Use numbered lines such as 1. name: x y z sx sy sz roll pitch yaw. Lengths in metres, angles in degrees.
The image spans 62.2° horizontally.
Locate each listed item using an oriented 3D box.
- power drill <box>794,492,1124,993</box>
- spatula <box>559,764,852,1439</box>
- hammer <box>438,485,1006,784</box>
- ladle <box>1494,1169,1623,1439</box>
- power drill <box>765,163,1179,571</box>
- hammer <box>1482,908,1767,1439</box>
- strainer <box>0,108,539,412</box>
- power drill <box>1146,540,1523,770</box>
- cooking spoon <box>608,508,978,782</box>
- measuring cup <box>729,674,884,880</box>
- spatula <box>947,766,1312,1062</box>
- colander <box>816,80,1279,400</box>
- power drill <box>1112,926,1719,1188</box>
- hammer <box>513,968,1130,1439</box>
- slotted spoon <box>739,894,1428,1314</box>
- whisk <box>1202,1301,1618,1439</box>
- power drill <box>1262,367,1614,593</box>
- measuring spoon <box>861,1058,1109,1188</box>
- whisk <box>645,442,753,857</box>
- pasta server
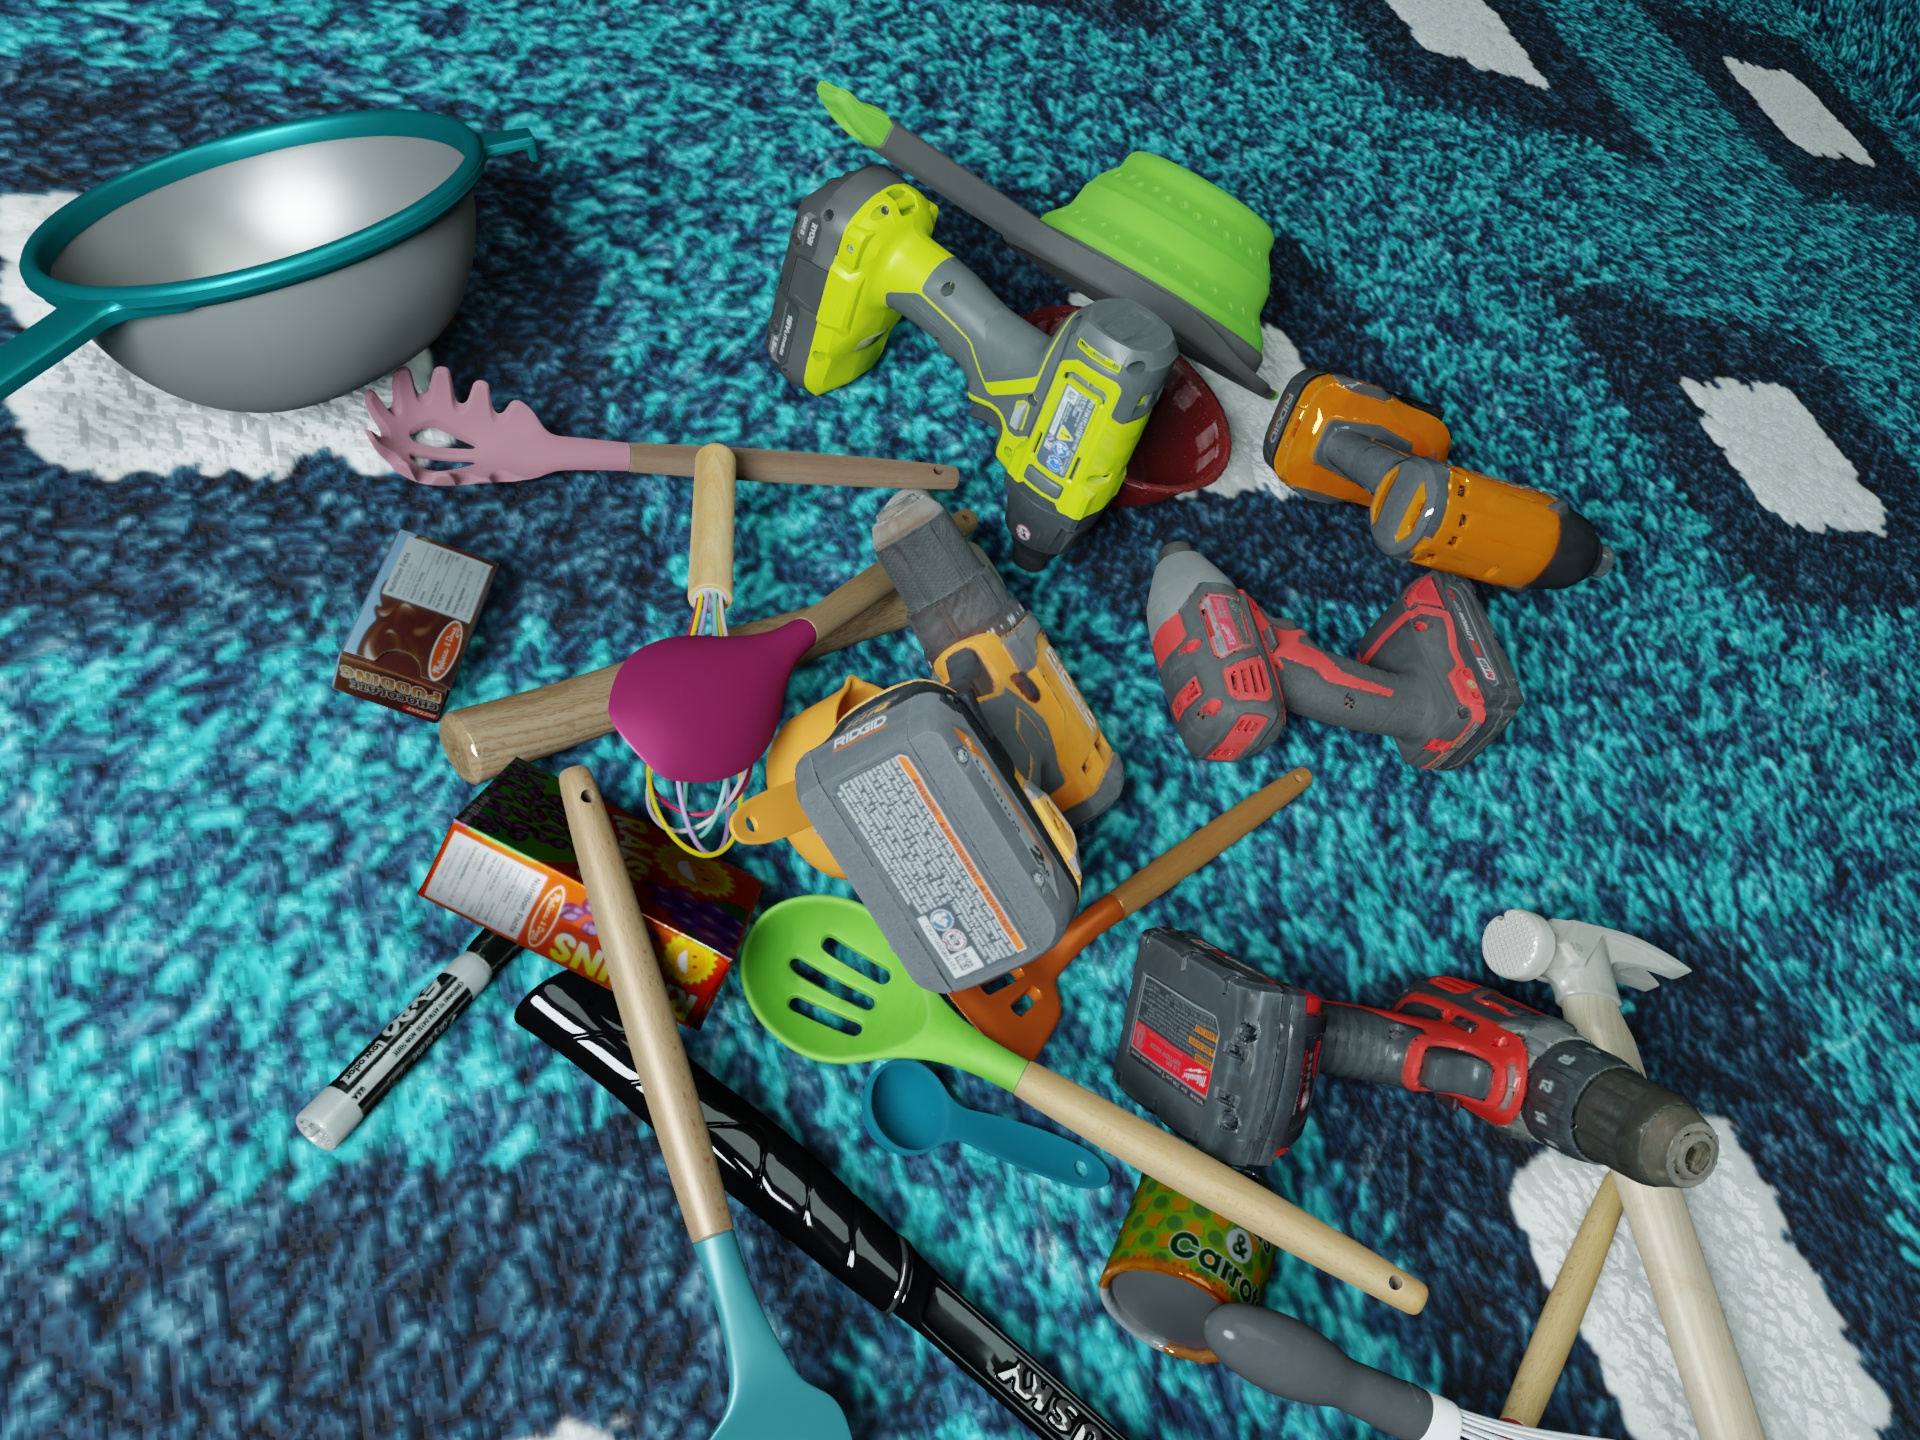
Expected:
1. power drill: -0.001 -0.002 0.726 0.185 0.084 0.226 59 21 -11
2. spatula: -0.104 0.167 0.588 0.082 0.044 0.318 -10 72 -32
3. hammer: -0.103 -0.033 0.804 0.331 0.031 0.130 -23 68 -39
4. ladle: 0.266 0.310 0.740 0.069 0.031 0.315 51 45 1
5. power drill: 0.001 -0.200 0.913 0.223 0.171 0.080 38 45 15
6. hammer: 0.368 0.293 0.789 0.146 0.038 0.411 16 52 -31
7. strainer: -0.343 -0.168 0.717 0.211 0.095 0.340 9 44 22
8. power drill: 0.215 -0.041 0.961 0.219 0.078 0.143 4 53 -23
9. cooking spoon: -0.063 -0.052 0.767 0.069 0.017 0.319 49 35 -1
10. measuring cup: -0.069 0.038 0.713 0.173 0.052 0.095 -20 84 -62
11. spatula: 0.098 0.082 0.818 0.322 0.041 0.081 -27 70 -42
12. colander: 0.081 -0.323 0.986 0.396 0.094 0.205 18 18 -44
13. power drill: 0.206 0.161 0.730 0.226 0.188 0.080 9 94 -22
14. hammer: -0.015 0.237 0.632 0.409 0.036 0.149 38 52 5
15. slotted spoon: 0.047 0.164 0.666 0.314 0.031 0.070 27 69 11
16. whisk: 0.219 0.300 0.656 0.284 0.070 0.070 28 46 -13
17. power drill: 0.310 -0.150 1.035 0.164 0.084 0.227 12 24 -21
18. measuring spoon: 0.009 0.187 0.706 0.128 0.021 0.042 25 49 -22
19. whisk: -0.121 -0.043 0.750 0.047 0.051 0.245 9 51 -17
20. pasta server: -0.147 -0.141 0.841 0.316 0.040 0.060 0 71 -21
